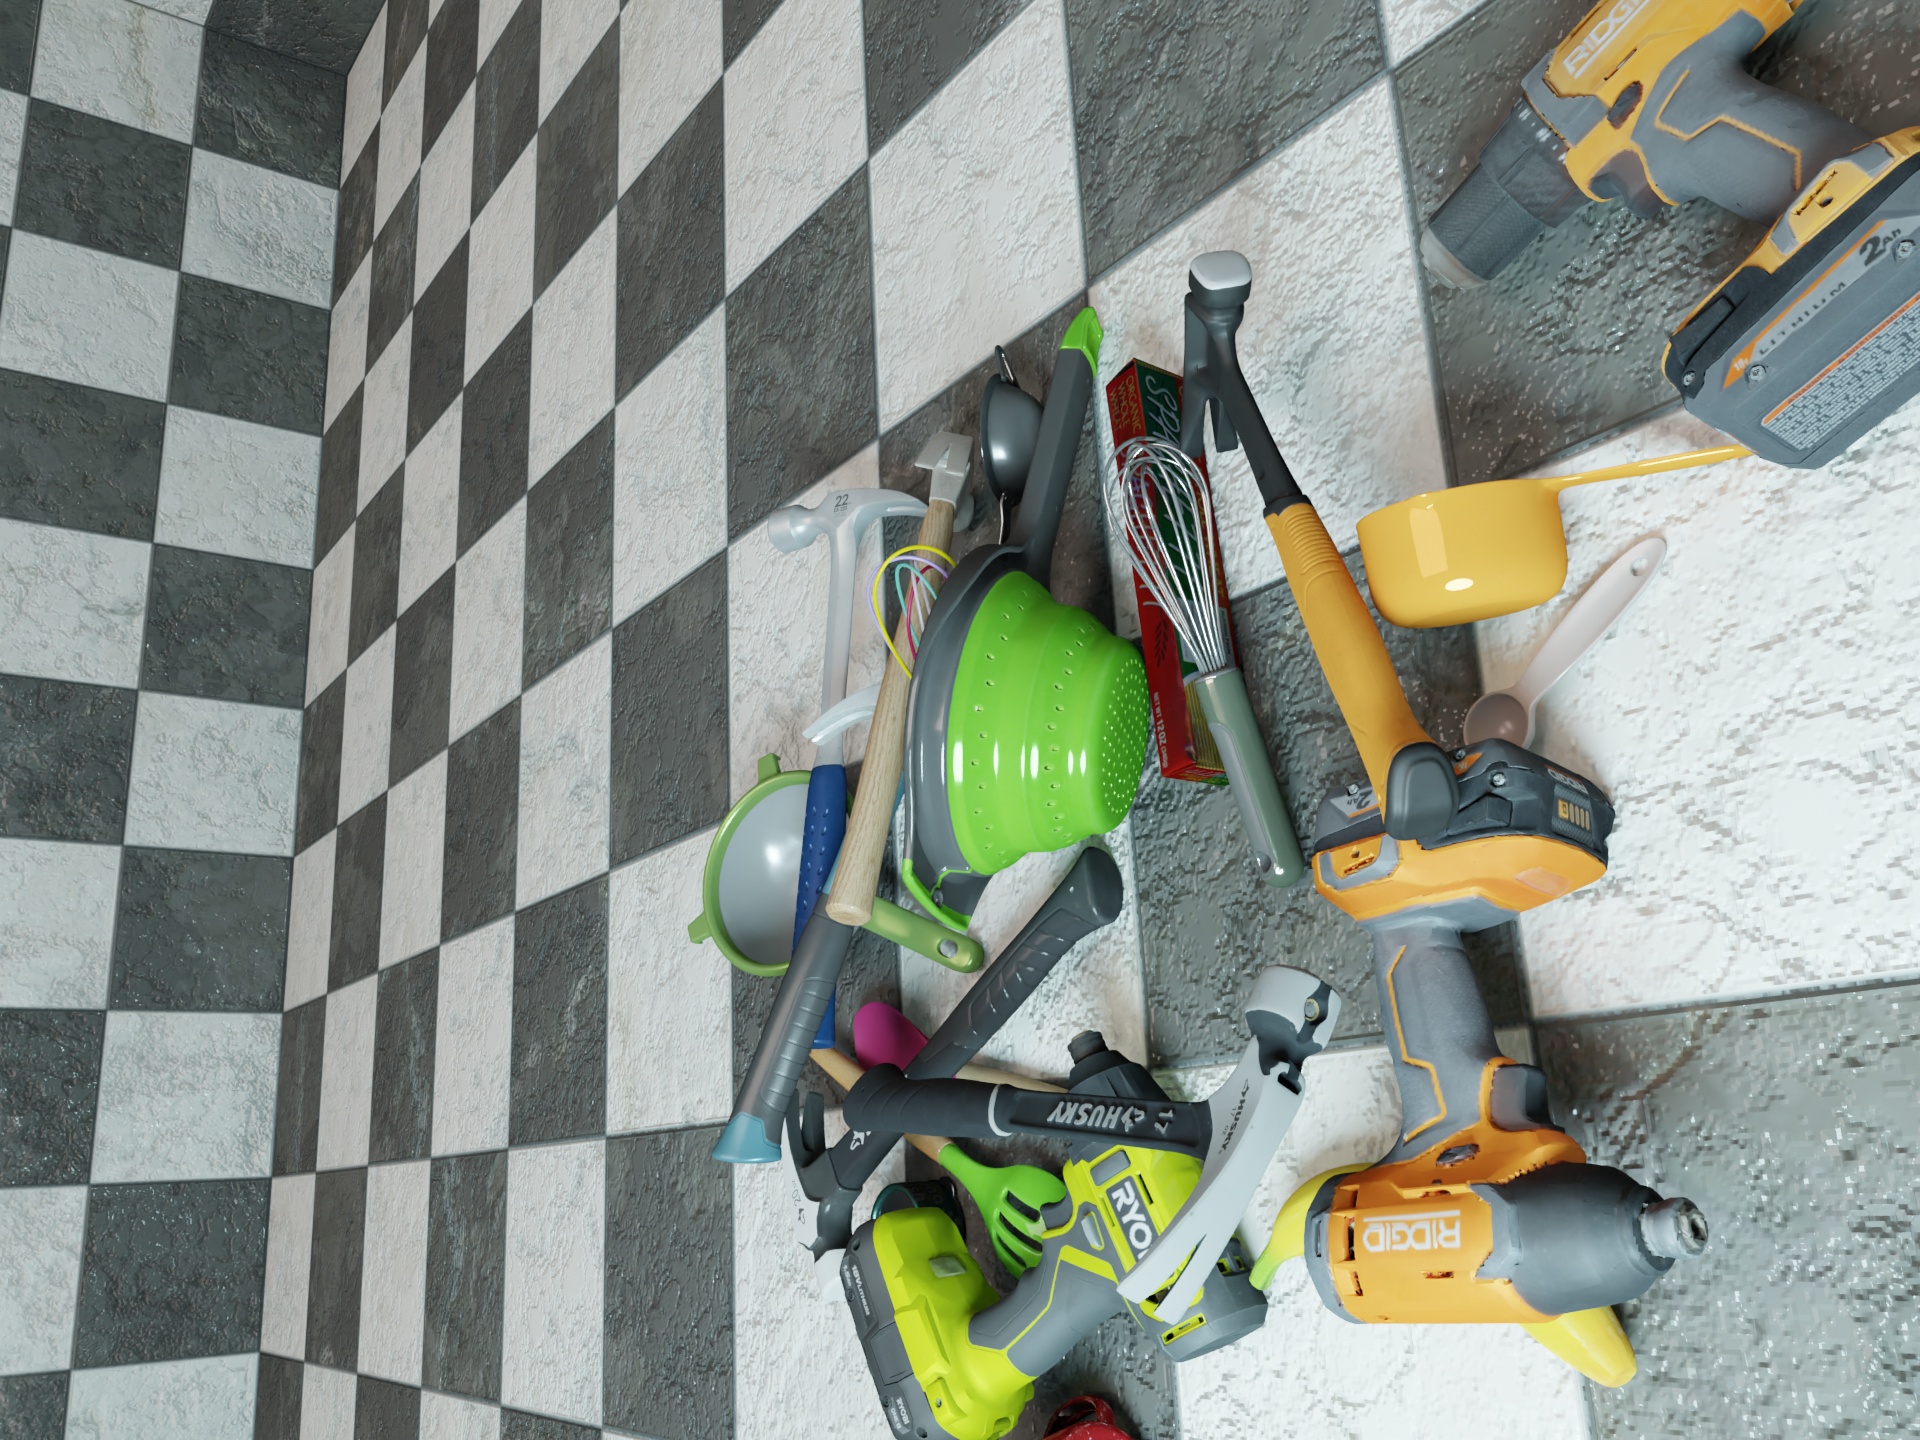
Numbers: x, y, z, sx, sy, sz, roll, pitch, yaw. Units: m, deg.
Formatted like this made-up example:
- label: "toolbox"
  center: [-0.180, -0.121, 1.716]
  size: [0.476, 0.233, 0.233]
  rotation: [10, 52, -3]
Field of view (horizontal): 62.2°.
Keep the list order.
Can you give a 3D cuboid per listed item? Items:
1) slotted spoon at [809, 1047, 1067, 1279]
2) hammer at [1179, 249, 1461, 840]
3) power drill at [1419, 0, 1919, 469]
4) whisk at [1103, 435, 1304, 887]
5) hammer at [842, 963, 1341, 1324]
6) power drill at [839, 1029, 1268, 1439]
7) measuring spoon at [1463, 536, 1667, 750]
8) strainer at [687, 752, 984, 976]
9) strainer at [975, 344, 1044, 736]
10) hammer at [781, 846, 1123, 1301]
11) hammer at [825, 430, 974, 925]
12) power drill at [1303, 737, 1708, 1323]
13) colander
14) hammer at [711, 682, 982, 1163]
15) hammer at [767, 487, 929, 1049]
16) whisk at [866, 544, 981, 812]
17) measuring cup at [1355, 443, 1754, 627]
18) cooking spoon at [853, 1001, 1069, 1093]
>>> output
- label: "slotted spoon"
  center: [-0.023, 0.272, 1.032]
  size: [0.314, 0.031, 0.070]
  rotation: [23, 103, 53]
- label: "hammer"
  center: [0.161, -0.078, 0.754]
  size: [0.127, 0.034, 0.337]
  rotation: [84, 176, -49]
- label: "power drill"
  center: [0.293, -0.204, 0.649]
  size: [0.185, 0.084, 0.226]
  rotation: [-46, 44, 34]
- label: "whisk"
  center: [0.130, -0.031, 0.825]
  size: [0.058, 0.059, 0.246]
  rotation: [-24, 84, 68]
- label: "hammer"
  center: [0.030, 0.204, 0.807]
  size: [0.409, 0.036, 0.149]
  rotation: [-22, 35, 61]
- label: "power drill"
  center: [0.042, 0.290, 0.870]
  size: [0.223, 0.080, 0.171]
  rotation: [-41, 58, 27]
- label: "measuring spoon"
  center: [0.272, -0.029, 0.707]
  size: [0.124, 0.018, 0.034]
  rotation: [-55, 42, 22]
- label: "strainer"
  center: [-0.072, 0.129, 1.127]
  size: [0.256, 0.069, 0.151]
  rotation: [19, 84, 37]
- label: "strainer"
  center: [0.030, -0.113, 1.017]
  size: [0.050, 0.086, 0.258]
  rotation: [6, 87, 25]
- label: "hammer"
  center: [-0.010, 0.204, 0.995]
  size: [0.334, 0.035, 0.146]
  rotation: [-52, 40, 23]
- label: "hammer"
  center: [-0.034, -0.034, 0.996]
  size: [0.130, 0.031, 0.331]
  rotation: [91, -170, -67]
- label: "power drill"
  center: [0.219, 0.128, 0.654]
  size: [0.164, 0.084, 0.227]
  rotation: [-26, 51, 50]
- label: "colander"
  center: [0.069, -0.070, 0.929]
  size: [0.094, 0.204, 0.397]
  rotation: [6, 69, 22]
- label: "hammer"
  center: [-0.081, 0.129, 1.029]
  size: [0.128, 0.033, 0.331]
  rotation: [17, 80, 19]
- label: "hammer"
  center: [-0.087, 0.022, 1.111]
  size: [0.144, 0.035, 0.406]
  rotation: [-10, 67, 33]
- label: "whisk"
  center: [0.001, -0.004, 0.949]
  size: [0.051, 0.047, 0.244]
  rotation: [22, 143, 38]
- label: "measuring cup"
  center: [0.260, -0.078, 0.689]
  size: [0.173, 0.095, 0.052]
  rotation: [-10, 84, 34]
- label: "cooking spoon"
  center: [0.018, 0.227, 1.003]
  size: [0.319, 0.017, 0.069]
  rotation: [0, 95, 55]
